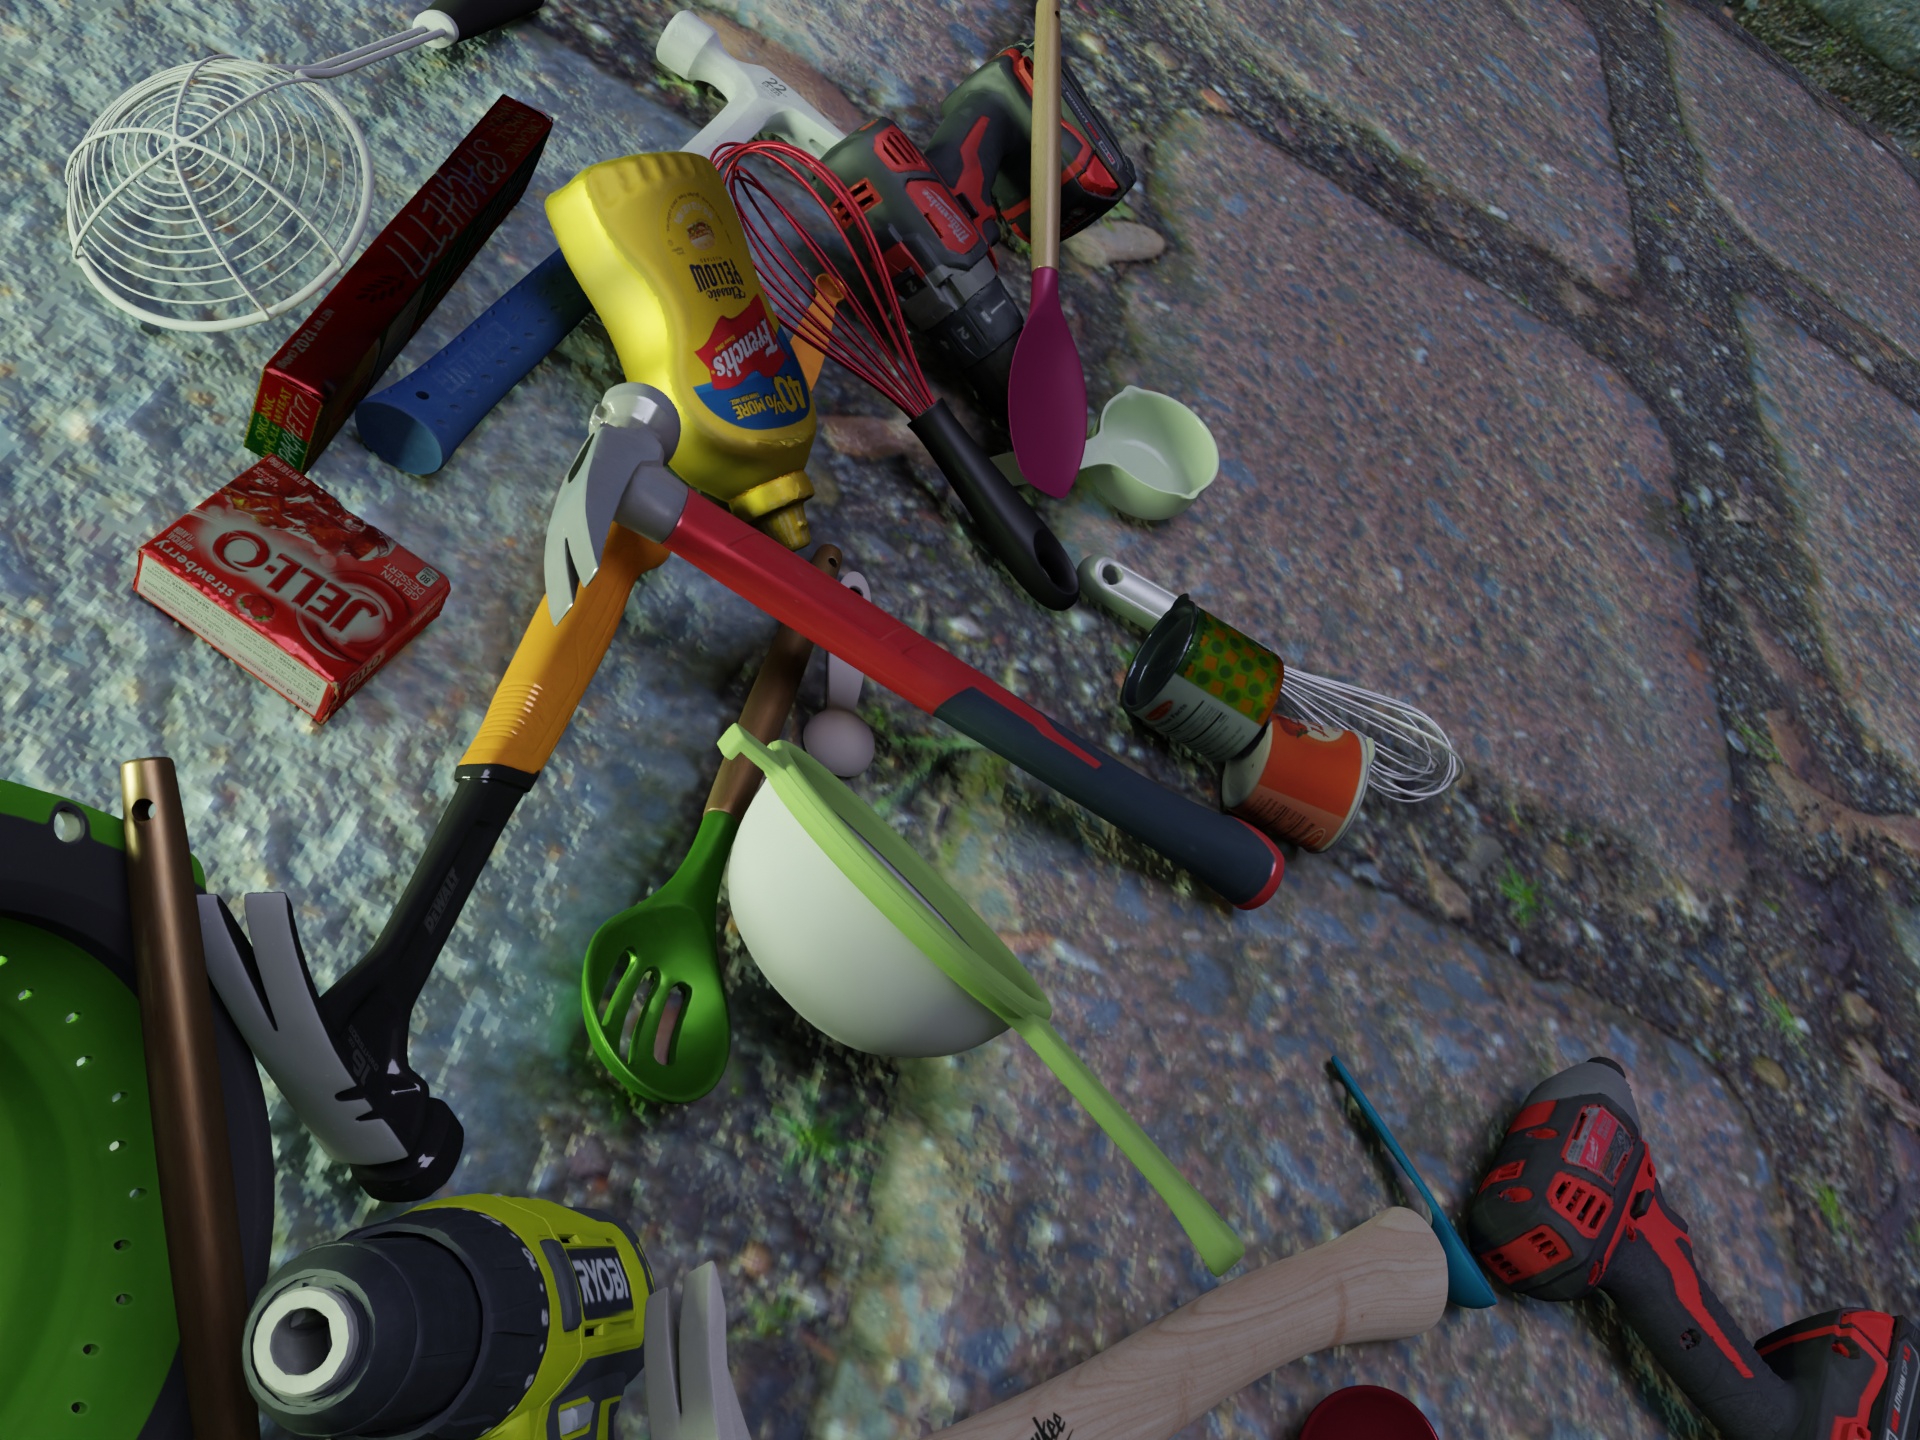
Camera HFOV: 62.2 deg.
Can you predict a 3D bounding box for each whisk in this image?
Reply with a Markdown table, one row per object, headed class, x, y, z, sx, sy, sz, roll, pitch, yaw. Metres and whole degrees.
| class | x | y | z | sx | sy | sz | roll | pitch | yaw |
| --- | --- | --- | --- | --- | --- | --- | --- | --- | --- |
| whisk | 0.172 | -0.026 | 0.879 | 0.246 | 0.059 | 0.058 | 29 | 68 | -7 |
| whisk | -0.030 | -0.176 | 0.824 | 0.295 | 0.073 | 0.073 | 52 | 44 | -9 |

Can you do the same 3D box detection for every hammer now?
| class | x | y | z | sx | sy | sz | roll | pitch | yaw |
| --- | --- | --- | --- | --- | --- | --- | --- | --- | --- |
| hammer | -0.001 | -0.002 | 0.698 | 0.386 | 0.038 | 0.143 | 32 | 31 | -23 |
| hammer | 0.068 | 0.220 | 0.556 | 0.410 | 0.038 | 0.146 | 2 | 58 | -51 |
| hammer | -0.167 | -0.001 | 0.587 | 0.034 | 0.127 | 0.337 | -5 | 38 | 13 |
| hammer | -0.171 | -0.247 | 0.818 | 0.144 | 0.035 | 0.406 | 34 | 45 | -8 |

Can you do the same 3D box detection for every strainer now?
| class | x | y | z | sx | sy | sz | roll | pitch | yaw |
| --- | --- | --- | --- | --- | --- | --- | --- | --- | --- |
| strainer | -0.006 | 0.117 | 0.593 | 0.256 | 0.069 | 0.151 | 46 | 0 | 21 |

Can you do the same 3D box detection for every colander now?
| class | x | y | z | sx | sy | sz | roll | pitch | yaw |
| --- | --- | --- | --- | --- | --- | --- | --- | --- | --- |
| colander | -0.277 | 0.210 | 0.360 | 0.204 | 0.094 | 0.397 | 46 | 43 | -64 |

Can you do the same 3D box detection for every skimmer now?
| class | x | y | z | sx | sy | sz | roll | pitch | yaw |
| --- | --- | --- | --- | --- | --- | --- | --- | --- | --- |
| skimmer | -0.287 | -0.297 | 0.778 | 0.127 | 0.090 | 0.363 | 16 | 36 | 3 |

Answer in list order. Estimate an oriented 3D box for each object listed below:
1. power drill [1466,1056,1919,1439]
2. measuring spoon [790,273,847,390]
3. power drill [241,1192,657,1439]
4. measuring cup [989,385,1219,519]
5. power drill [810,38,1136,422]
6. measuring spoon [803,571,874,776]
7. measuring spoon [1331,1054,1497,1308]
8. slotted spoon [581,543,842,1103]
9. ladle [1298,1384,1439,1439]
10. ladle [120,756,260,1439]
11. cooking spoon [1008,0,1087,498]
| class | x | y | z | sx | sy | sz | roll | pitch | yaw |
| --- | --- | --- | --- | --- | --- | --- | --- | --- | --- |
| power drill | 0.350 | 0.267 | 0.760 | 0.220 | 0.078 | 0.143 | 44 | 44 | 6 |
| measuring spoon | -0.083 | -0.204 | 0.866 | 0.021 | 0.011 | 0.117 | 25 | 50 | -15 |
| power drill | -0.106 | 0.233 | 0.404 | 0.080 | 0.190 | 0.229 | -21 | 72 | -2 |
| measuring cup | 0.071 | -0.142 | 0.910 | 0.167 | 0.038 | 0.083 | -15 | 67 | -28 |
| power drill | 0.024 | -0.291 | 0.946 | 0.187 | 0.080 | 0.227 | 52 | 43 | -16 |
| measuring spoon | -0.051 | -0.028 | 0.746 | 0.034 | 0.018 | 0.124 | 20 | 48 | -21 |
| measuring spoon | 0.202 | 0.215 | 0.738 | 0.129 | 0.021 | 0.042 | 59 | 9 | 28 |
| slotted spoon | -0.092 | 0.026 | 0.672 | 0.070 | 0.031 | 0.314 | 42 | 39 | -25 |
| ladle | 0.088 | 0.318 | 0.538 | 0.315 | 0.031 | 0.069 | -12 | 65 | -51 |
| ladle | -0.190 | 0.167 | 0.400 | 0.078 | 0.062 | 0.320 | -8 | 86 | -10 |
| cooking spoon | 0.048 | -0.275 | 0.899 | 0.068 | 0.017 | 0.319 | 20 | 66 | -46 |
